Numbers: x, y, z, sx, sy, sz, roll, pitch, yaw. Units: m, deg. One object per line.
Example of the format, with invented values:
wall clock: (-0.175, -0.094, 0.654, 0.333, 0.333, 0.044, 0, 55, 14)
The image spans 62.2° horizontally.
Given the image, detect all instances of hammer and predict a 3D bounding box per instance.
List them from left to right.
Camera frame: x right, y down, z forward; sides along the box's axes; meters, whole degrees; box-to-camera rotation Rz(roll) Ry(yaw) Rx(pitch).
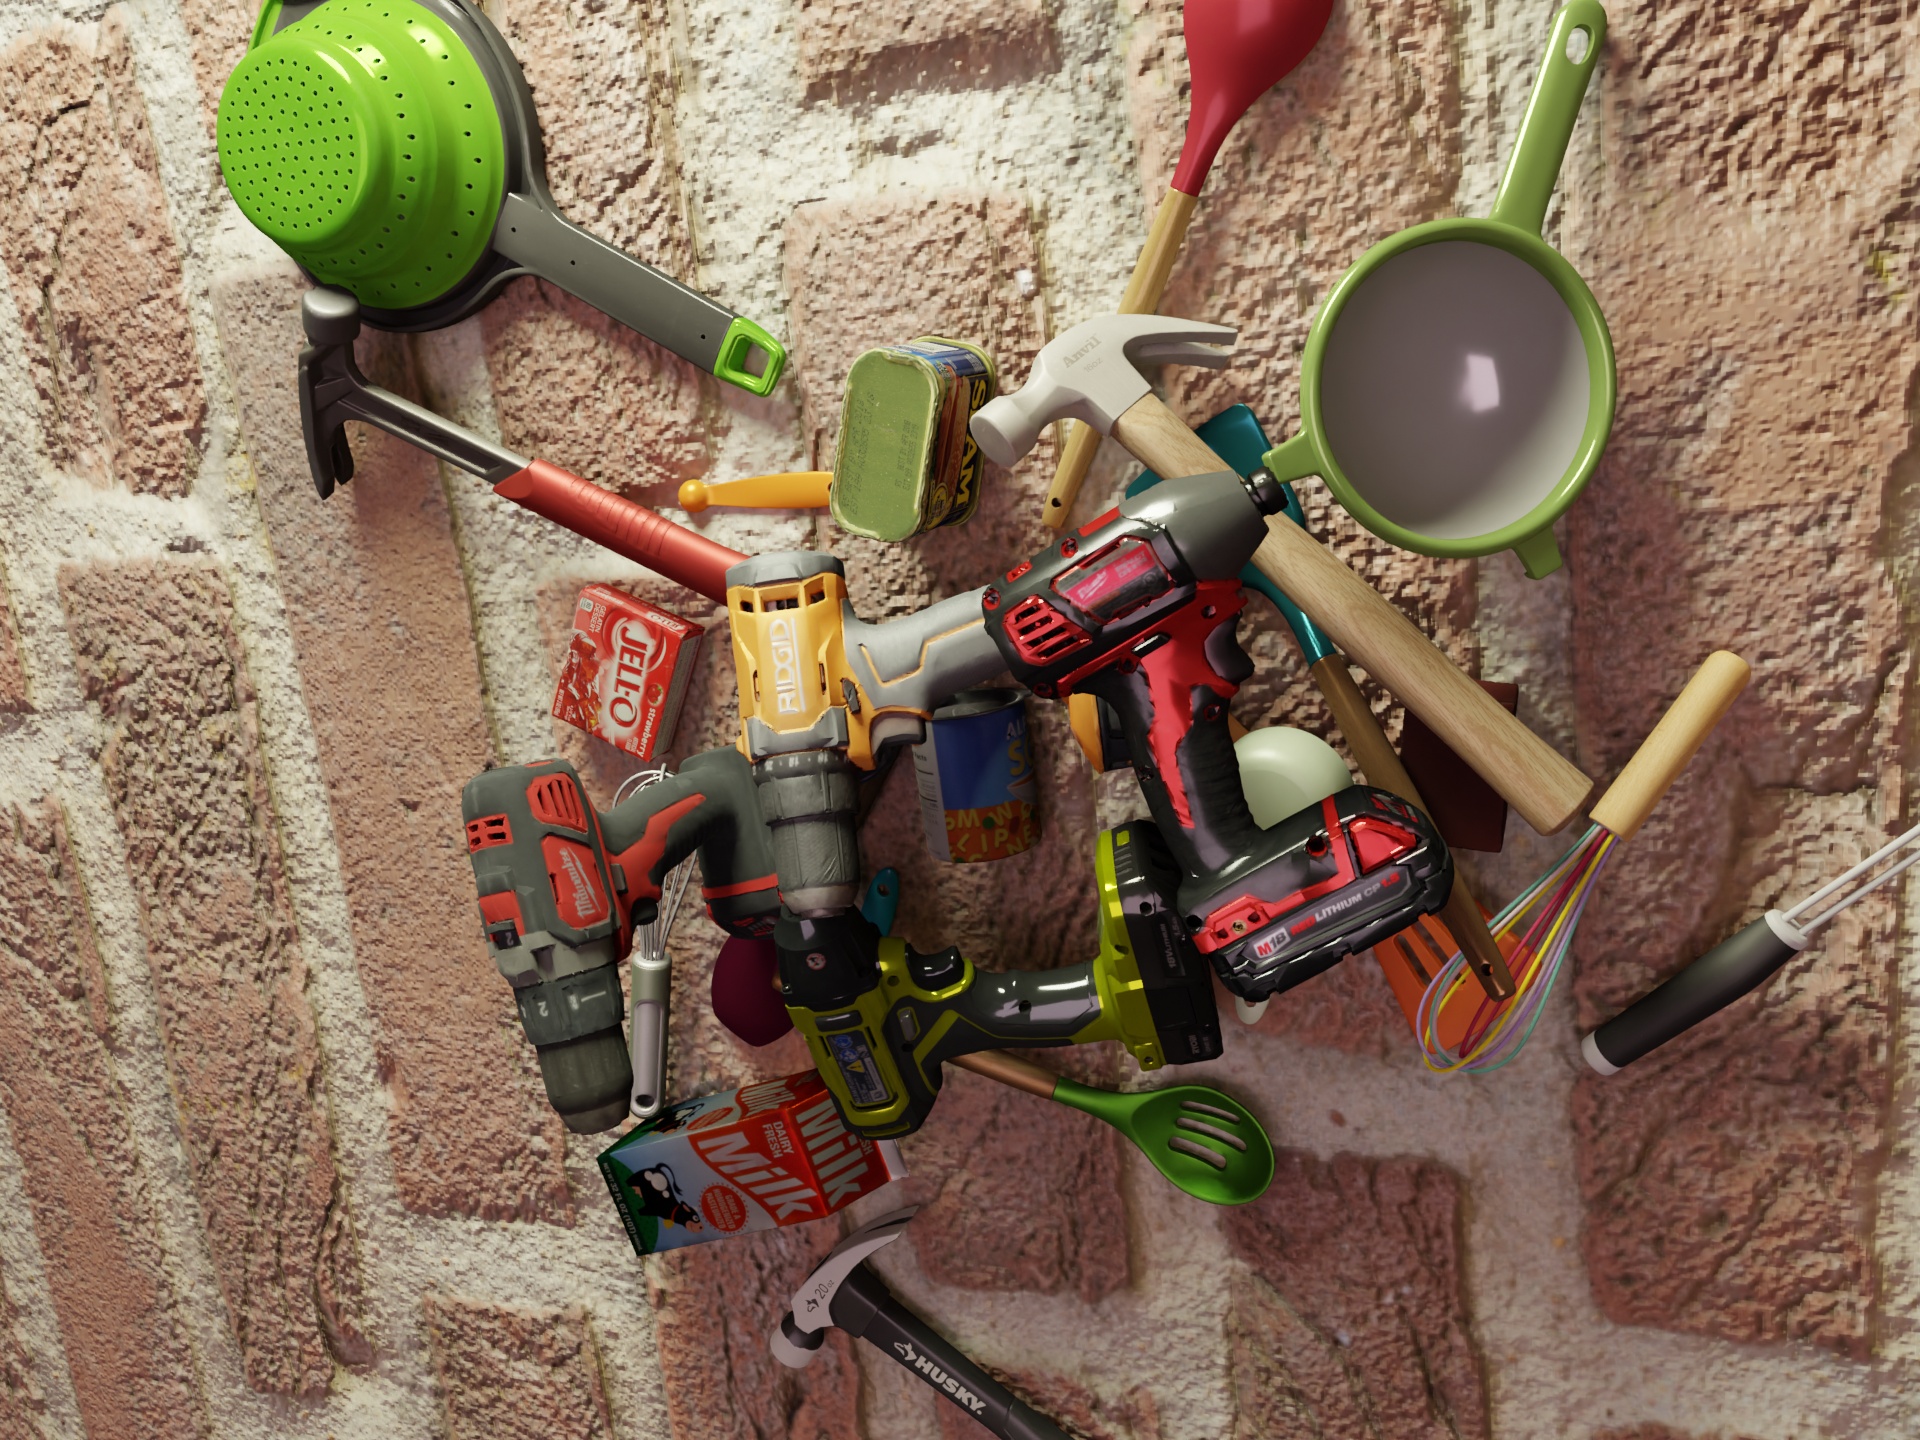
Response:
hammer: (-0.230, -0.122, 0.936, 0.359, 0.037, 0.149, 26, 138, 7)
hammer: (0.043, 0.444, 1.003, 0.335, 0.035, 0.146, 35, 114, 9)
hammer: (0.165, -0.072, 0.757, 0.331, 0.031, 0.130, 44, 70, 9)

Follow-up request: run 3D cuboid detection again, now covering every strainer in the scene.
strainer: (0.236, -0.201, 0.737, 0.151, 0.069, 0.256, 18, 92, -11)

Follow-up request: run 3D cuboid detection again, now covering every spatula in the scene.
spatula: (0.164, 0.034, 0.839, 0.322, 0.041, 0.081, 45, 118, 5)
spatula: (0.185, -0.008, 0.782, 0.082, 0.044, 0.318, -36, 65, 27)

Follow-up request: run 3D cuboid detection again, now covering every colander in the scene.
colander: (-0.280, -0.283, 0.890, 0.397, 0.094, 0.204, 31, 113, 11)

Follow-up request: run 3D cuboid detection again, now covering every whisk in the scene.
whisk: (-0.193, 0.143, 0.999, 0.058, 0.059, 0.246, 4, 109, -6)
whisk: (0.301, 0.072, 0.764, 0.051, 0.047, 0.245, 37, 96, 17)

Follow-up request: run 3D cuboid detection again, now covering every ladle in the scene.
ladle: (0.101, -0.240, 0.796, 0.069, 0.031, 0.315, 26, 114, 10)

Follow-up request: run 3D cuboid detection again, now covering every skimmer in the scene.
skimmer: (0.438, 0.050, 0.746, 0.127, 0.090, 0.363, 42, 125, 3)

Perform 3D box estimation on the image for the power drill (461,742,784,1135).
power drill: (-0.159, 0.104, 0.864, 0.080, 0.226, 0.188, -15, 89, 33)

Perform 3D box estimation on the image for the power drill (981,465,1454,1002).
power drill: (0.121, 0.000, 0.710, 0.143, 0.078, 0.219, -31, 94, 14)

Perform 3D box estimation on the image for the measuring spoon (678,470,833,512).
measuring spoon: (-0.112, -0.131, 0.914, 0.117, 0.011, 0.021, 0, 105, 21)

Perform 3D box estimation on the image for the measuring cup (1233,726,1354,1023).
measuring cup: (0.156, 0.087, 0.823, 0.083, 0.038, 0.167, 13, 108, 25)

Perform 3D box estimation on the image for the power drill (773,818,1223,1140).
power drill: (0.018, 0.135, 0.858, 0.223, 0.080, 0.171, -13, 120, 9)

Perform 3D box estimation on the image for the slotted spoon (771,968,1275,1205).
slotted spoon: (0.033, 0.204, 0.934, 0.314, 0.031, 0.070, 19, 110, 12)

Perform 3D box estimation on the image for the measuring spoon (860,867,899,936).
measuring spoon: (-0.062, 0.147, 0.966, 0.042, 0.021, 0.128, 23, 113, 14)

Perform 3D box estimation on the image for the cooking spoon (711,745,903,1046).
cooking spoon: (-0.075, 0.072, 0.953, 0.069, 0.017, 0.318, 35, 114, 13)

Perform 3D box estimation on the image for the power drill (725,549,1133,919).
power drill: (-0.001, -0.003, 0.803, 0.226, 0.084, 0.185, -7, 81, 3)
